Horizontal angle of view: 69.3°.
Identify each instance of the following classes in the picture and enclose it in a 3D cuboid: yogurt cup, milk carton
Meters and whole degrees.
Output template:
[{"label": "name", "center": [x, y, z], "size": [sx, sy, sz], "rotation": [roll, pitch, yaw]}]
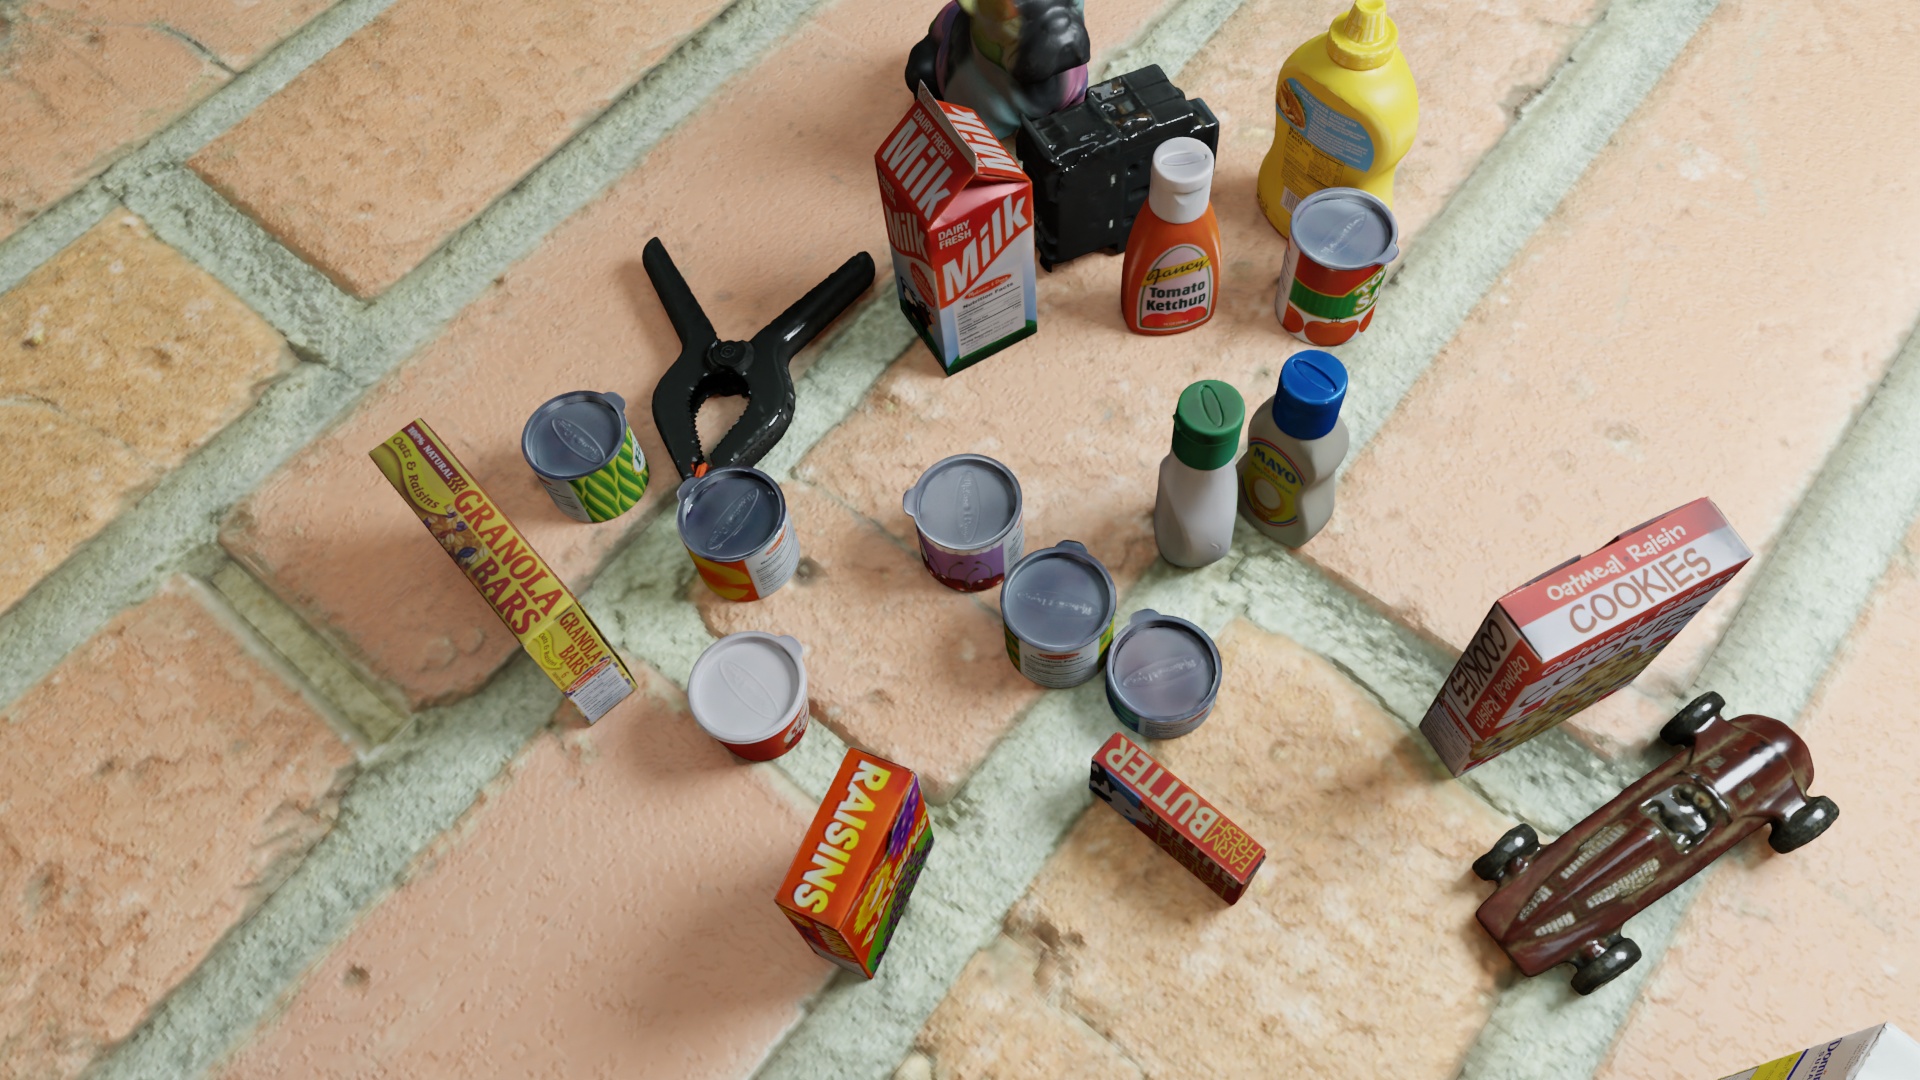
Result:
[{"label": "yogurt cup", "center": [-0.118, 0.093, 0.801], "size": [0.072, 0.053, 0.073], "rotation": [-2, 62, 3]}, {"label": "milk carton", "center": [-0.001, -0.196, 0.872], "size": [0.073, 0.189, 0.072], "rotation": [-28, 63, -10]}]

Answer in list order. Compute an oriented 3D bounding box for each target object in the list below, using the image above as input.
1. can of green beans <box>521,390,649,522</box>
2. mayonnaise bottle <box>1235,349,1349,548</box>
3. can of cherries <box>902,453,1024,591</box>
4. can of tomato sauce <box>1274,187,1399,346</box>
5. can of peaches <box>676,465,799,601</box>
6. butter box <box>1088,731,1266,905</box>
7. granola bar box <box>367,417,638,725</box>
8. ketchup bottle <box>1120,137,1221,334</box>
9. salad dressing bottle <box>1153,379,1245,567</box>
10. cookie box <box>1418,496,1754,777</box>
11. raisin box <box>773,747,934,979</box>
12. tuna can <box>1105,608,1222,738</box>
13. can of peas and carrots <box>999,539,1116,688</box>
[{"label": "can of green beans", "center": [-0.238, -0.053, 0.887], "size": [0.071, 0.057, 0.071], "rotation": [-2, 62, 3]}, {"label": "mayonnaise bottle", "center": [0.193, -0.053, 0.804], "size": [0.041, 0.147, 0.065], "rotation": [-41, 66, -16]}, {"label": "can of cherries", "center": [0.003, -0.011, 0.846], "size": [0.071, 0.058, 0.072], "rotation": [-2, 62, 3]}, {"label": "can of tomato sauce", "center": [0.245, -0.176, 0.904], "size": [0.071, 0.082, 0.071], "rotation": [-2, 62, 3]}, {"label": "can of peaches", "center": [-0.137, -0.005, 0.853], "size": [0.071, 0.057, 0.071], "rotation": [-2, 62, 3]}, {"label": "butter box", "center": [0.116, 0.151, 0.753], "size": [0.104, 0.053, 0.024], "rotation": [38, 71, 21]}, {"label": "granola bar box", "center": [-0.264, 0.019, 0.812], "size": [0.039, 0.123, 0.166], "rotation": [-39, 66, -16]}, {"label": "ketchup bottle", "center": [0.136, -0.191, 0.883], "size": [0.065, 0.148, 0.044], "rotation": [-9, 62, 0]}, {"label": "salad dressing bottle", "center": [0.138, -0.036, 0.799], "size": [0.044, 0.147, 0.064], "rotation": [-12, 62, -2]}, {"label": "cookie box", "center": [0.318, 0.054, 0.725], "size": [0.123, 0.166, 0.040], "rotation": [-25, 63, -9]}, {"label": "raisin box", "center": [-0.051, 0.169, 0.715], "size": [0.040, 0.123, 0.086], "rotation": [20, 65, 15]}, {"label": "tuna can", "center": [0.116, 0.077, 0.804], "size": [0.071, 0.032, 0.071], "rotation": [-2, 61, 3]}, {"label": "can of peas and carrots", "center": [0.058, 0.044, 0.812], "size": [0.071, 0.058, 0.071], "rotation": [-2, 62, 3]}]
